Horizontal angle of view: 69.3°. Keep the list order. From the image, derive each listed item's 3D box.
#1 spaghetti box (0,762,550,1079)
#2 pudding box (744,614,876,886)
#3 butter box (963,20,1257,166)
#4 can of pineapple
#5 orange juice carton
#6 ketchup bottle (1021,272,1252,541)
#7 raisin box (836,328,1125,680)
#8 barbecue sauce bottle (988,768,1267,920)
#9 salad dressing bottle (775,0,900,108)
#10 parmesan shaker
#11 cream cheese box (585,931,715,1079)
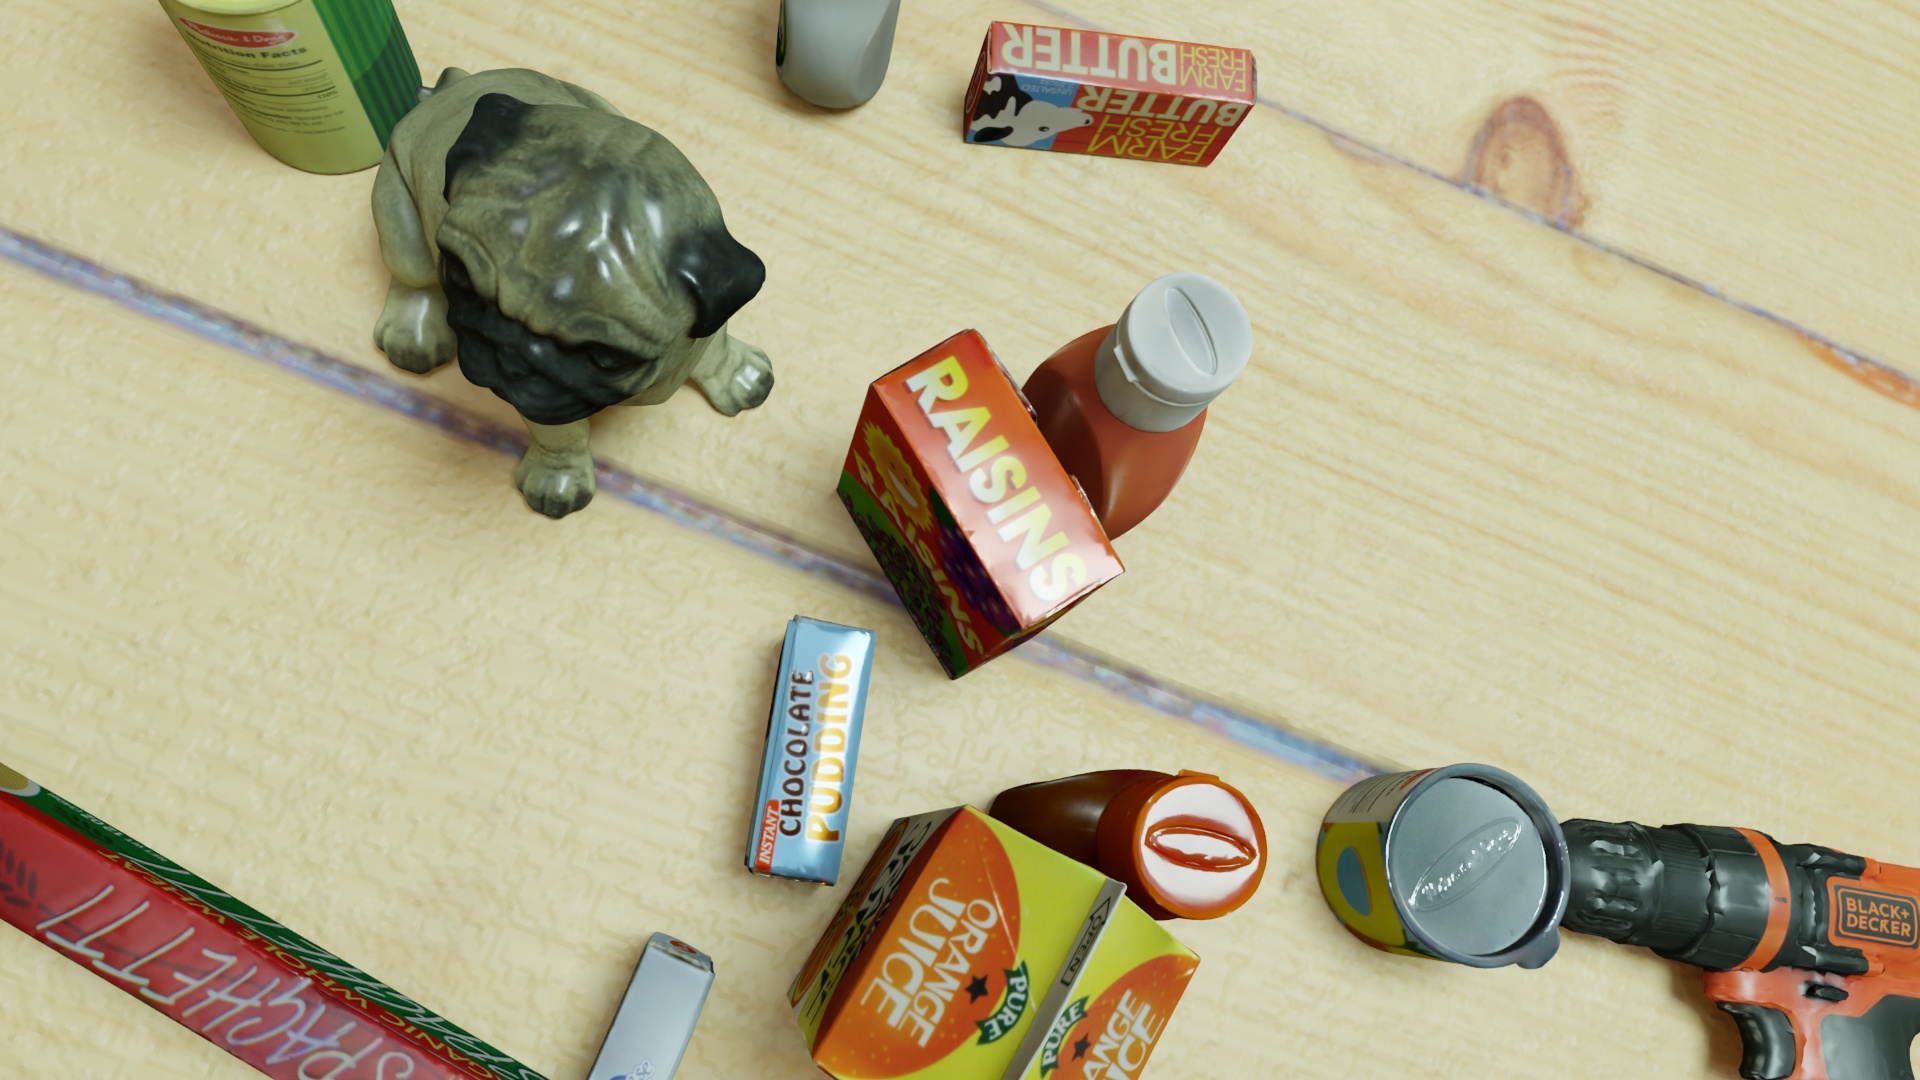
[{"bbox_3d":[-0.231,0.123,0.419,0.250,0.050,0.029,31,74,-1],"label":"spaghetti box"},{"bbox_3d":[-0.050,0.070,0.462,0.030,0.049,0.084,10,76,-7],"label":"pudding box"},{"bbox_3d":[0.056,-0.171,0.534,0.103,0.053,0.024,3,77,-9],"label":"butter box"},{"bbox_3d":[0.166,0.114,0.483,0.071,0.057,0.071,2,77,-9],"label":"can of pineapple"},{"bbox_3d":[0.004,0.124,0.384,0.073,0.192,0.072,33,75,-1],"label":"orange juice carton"},{"bbox_3d":[0.051,-0.041,0.453,0.043,0.148,0.065,-22,82,-13],"label":"ketchup bottle"},{"bbox_3d":[0.002,-0.006,0.450,0.040,0.123,0.086,-29,84,-14],"label":"raisin box"},{"bbox_3d":[0.049,0.093,0.422,0.065,0.148,0.044,13,76,-6],"label":"barbecue sauce bottle"},{"bbox_3d":[-0.039,-0.205,0.477,0.044,0.147,0.064,16,75,-6],"label":"salad dressing bottle"},{"bbox_3d":[-0.226,-0.176,0.462,0.071,0.103,0.071,2,77,-9],"label":"parmesan shaker"},{"bbox_3d":[-0.106,0.175,0.426,0.024,0.053,0.104,24,74,-4],"label":"cream cheese box"}]
